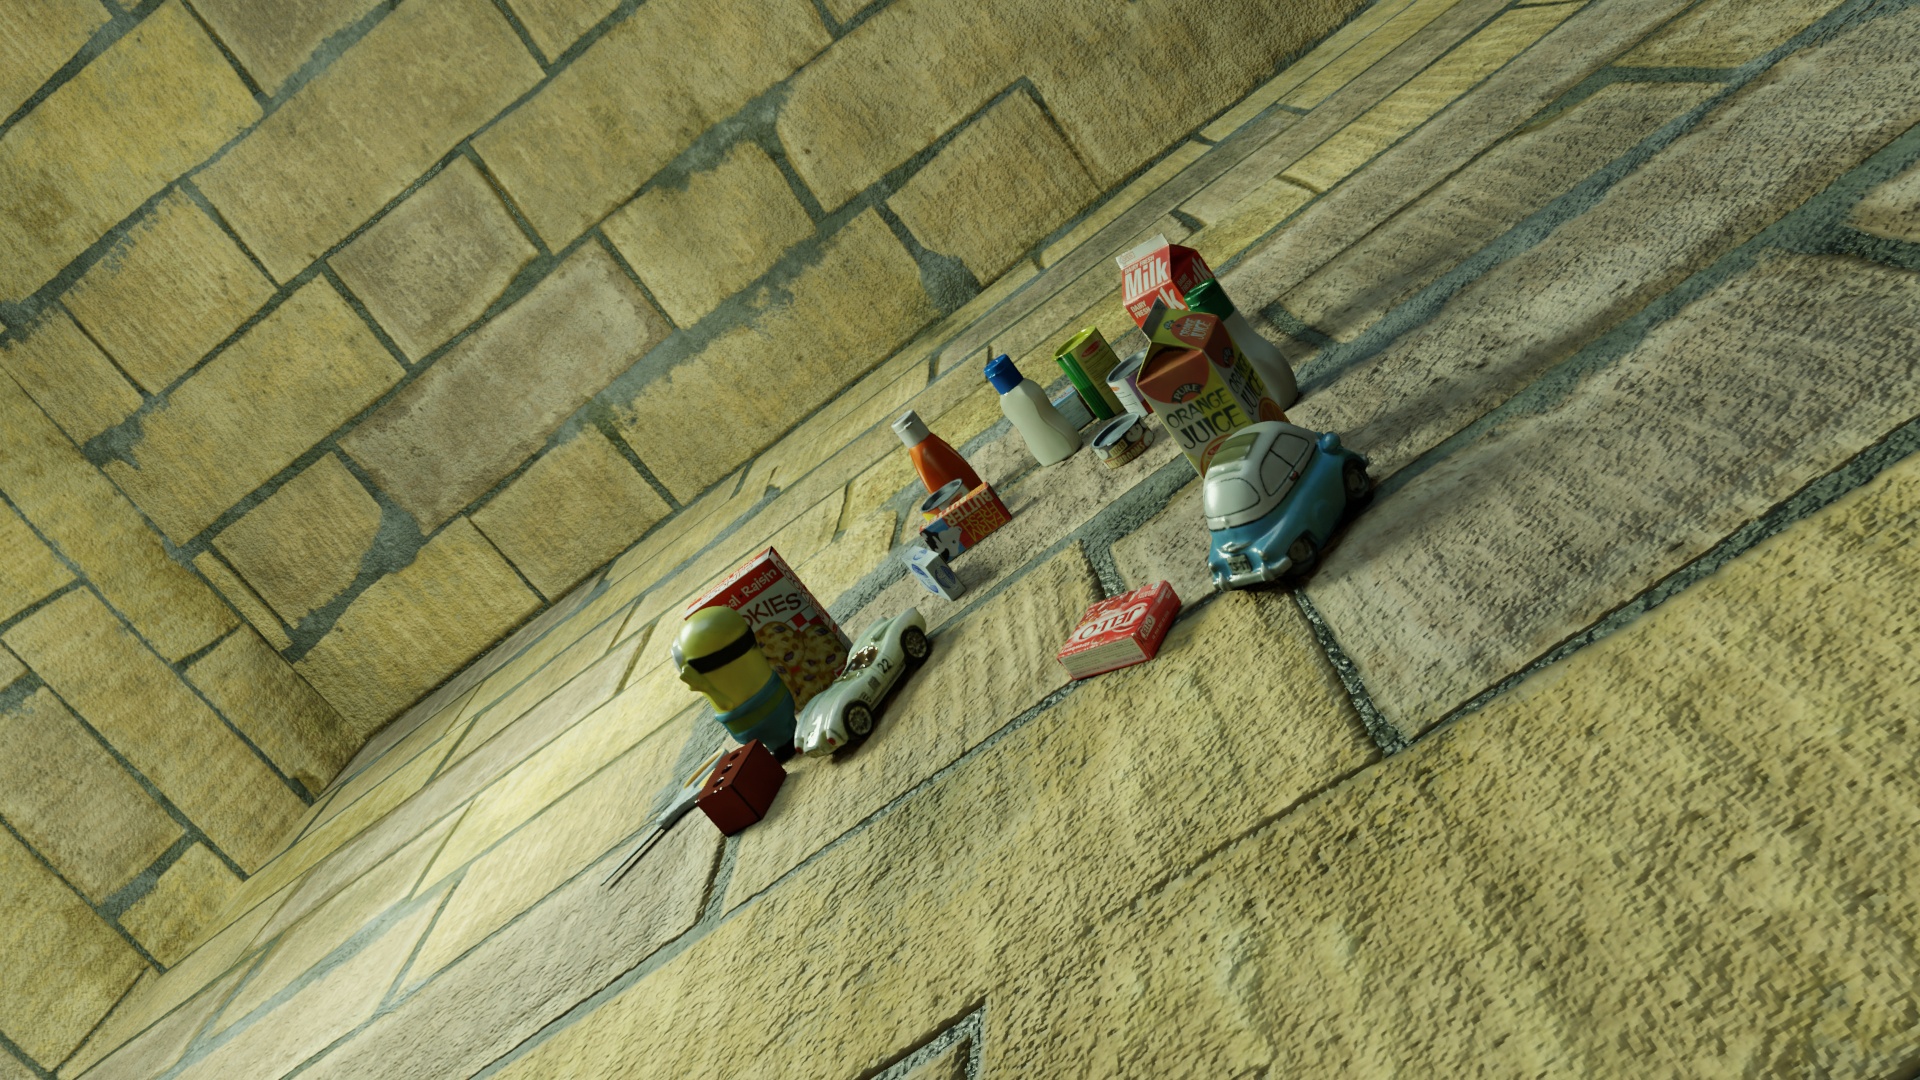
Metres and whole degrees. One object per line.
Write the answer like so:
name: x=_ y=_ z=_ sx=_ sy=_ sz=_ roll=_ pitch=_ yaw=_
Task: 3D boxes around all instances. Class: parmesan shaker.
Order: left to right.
parmesan shaker: x=0.171 y=-0.209 z=1.751 sx=0.071 sy=0.103 sz=0.071 roll=-35 pitch=15 yaw=11

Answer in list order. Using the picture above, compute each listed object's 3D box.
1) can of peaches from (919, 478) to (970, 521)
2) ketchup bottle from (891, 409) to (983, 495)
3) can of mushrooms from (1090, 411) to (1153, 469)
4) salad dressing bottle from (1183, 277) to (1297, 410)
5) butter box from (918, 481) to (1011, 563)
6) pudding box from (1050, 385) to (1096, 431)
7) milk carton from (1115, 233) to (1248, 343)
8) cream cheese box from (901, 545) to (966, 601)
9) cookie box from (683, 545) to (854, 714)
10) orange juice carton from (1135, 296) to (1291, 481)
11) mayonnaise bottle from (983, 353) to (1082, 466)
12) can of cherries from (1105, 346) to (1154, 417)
can of peaches: x=-0.008 y=-0.034 z=1.731 sx=0.071 sy=0.058 sz=0.071 roll=-35 pitch=15 yaw=11
ketchup bottle: x=-0.031 y=-0.102 z=1.807 sx=0.065 sy=0.148 sz=0.043 roll=-38 pitch=15 yaw=-1
can of mushrooms: x=0.183 y=-0.112 z=1.572 sx=0.071 sy=0.033 sz=0.071 roll=-35 pitch=15 yaw=11
salad dressing bottle: x=0.276 y=-0.190 z=1.373 sx=0.064 sy=0.147 sz=0.044 roll=-20 pitch=23 yaw=49
butter box: x=0.006 y=-0.021 z=1.669 sx=0.103 sy=0.053 sz=0.024 roll=-35 pitch=15 yaw=12
pudding box: x=0.127 y=-0.156 z=1.796 sx=0.083 sy=0.049 sz=0.030 roll=-37 pitch=15 yaw=5
milk carton: x=0.247 y=-0.243 z=1.511 sx=0.072 sy=0.190 sz=0.074 roll=-22 pitch=22 yaw=46
cream cheese box: x=-0.031 y=0.037 z=1.583 sx=0.024 sy=0.053 sz=0.104 roll=-41 pitch=15 yaw=-10
cookie box: x=-0.209 y=0.108 z=1.560 sx=0.123 sy=0.167 sz=0.040 roll=-35 pitch=15 yaw=9
orange juice carton: x=0.220 y=-0.124 z=1.220 sx=0.073 sy=0.192 sz=0.072 roll=-27 pitch=18 yaw=35
mayonnaise bottle: x=0.086 y=-0.163 z=1.721 sx=0.064 sy=0.148 sz=0.041 roll=-24 pitch=20 yaw=43
can of cherries: x=0.220 y=-0.190 z=1.668 sx=0.071 sy=0.058 sz=0.072 roll=-35 pitch=15 yaw=11
